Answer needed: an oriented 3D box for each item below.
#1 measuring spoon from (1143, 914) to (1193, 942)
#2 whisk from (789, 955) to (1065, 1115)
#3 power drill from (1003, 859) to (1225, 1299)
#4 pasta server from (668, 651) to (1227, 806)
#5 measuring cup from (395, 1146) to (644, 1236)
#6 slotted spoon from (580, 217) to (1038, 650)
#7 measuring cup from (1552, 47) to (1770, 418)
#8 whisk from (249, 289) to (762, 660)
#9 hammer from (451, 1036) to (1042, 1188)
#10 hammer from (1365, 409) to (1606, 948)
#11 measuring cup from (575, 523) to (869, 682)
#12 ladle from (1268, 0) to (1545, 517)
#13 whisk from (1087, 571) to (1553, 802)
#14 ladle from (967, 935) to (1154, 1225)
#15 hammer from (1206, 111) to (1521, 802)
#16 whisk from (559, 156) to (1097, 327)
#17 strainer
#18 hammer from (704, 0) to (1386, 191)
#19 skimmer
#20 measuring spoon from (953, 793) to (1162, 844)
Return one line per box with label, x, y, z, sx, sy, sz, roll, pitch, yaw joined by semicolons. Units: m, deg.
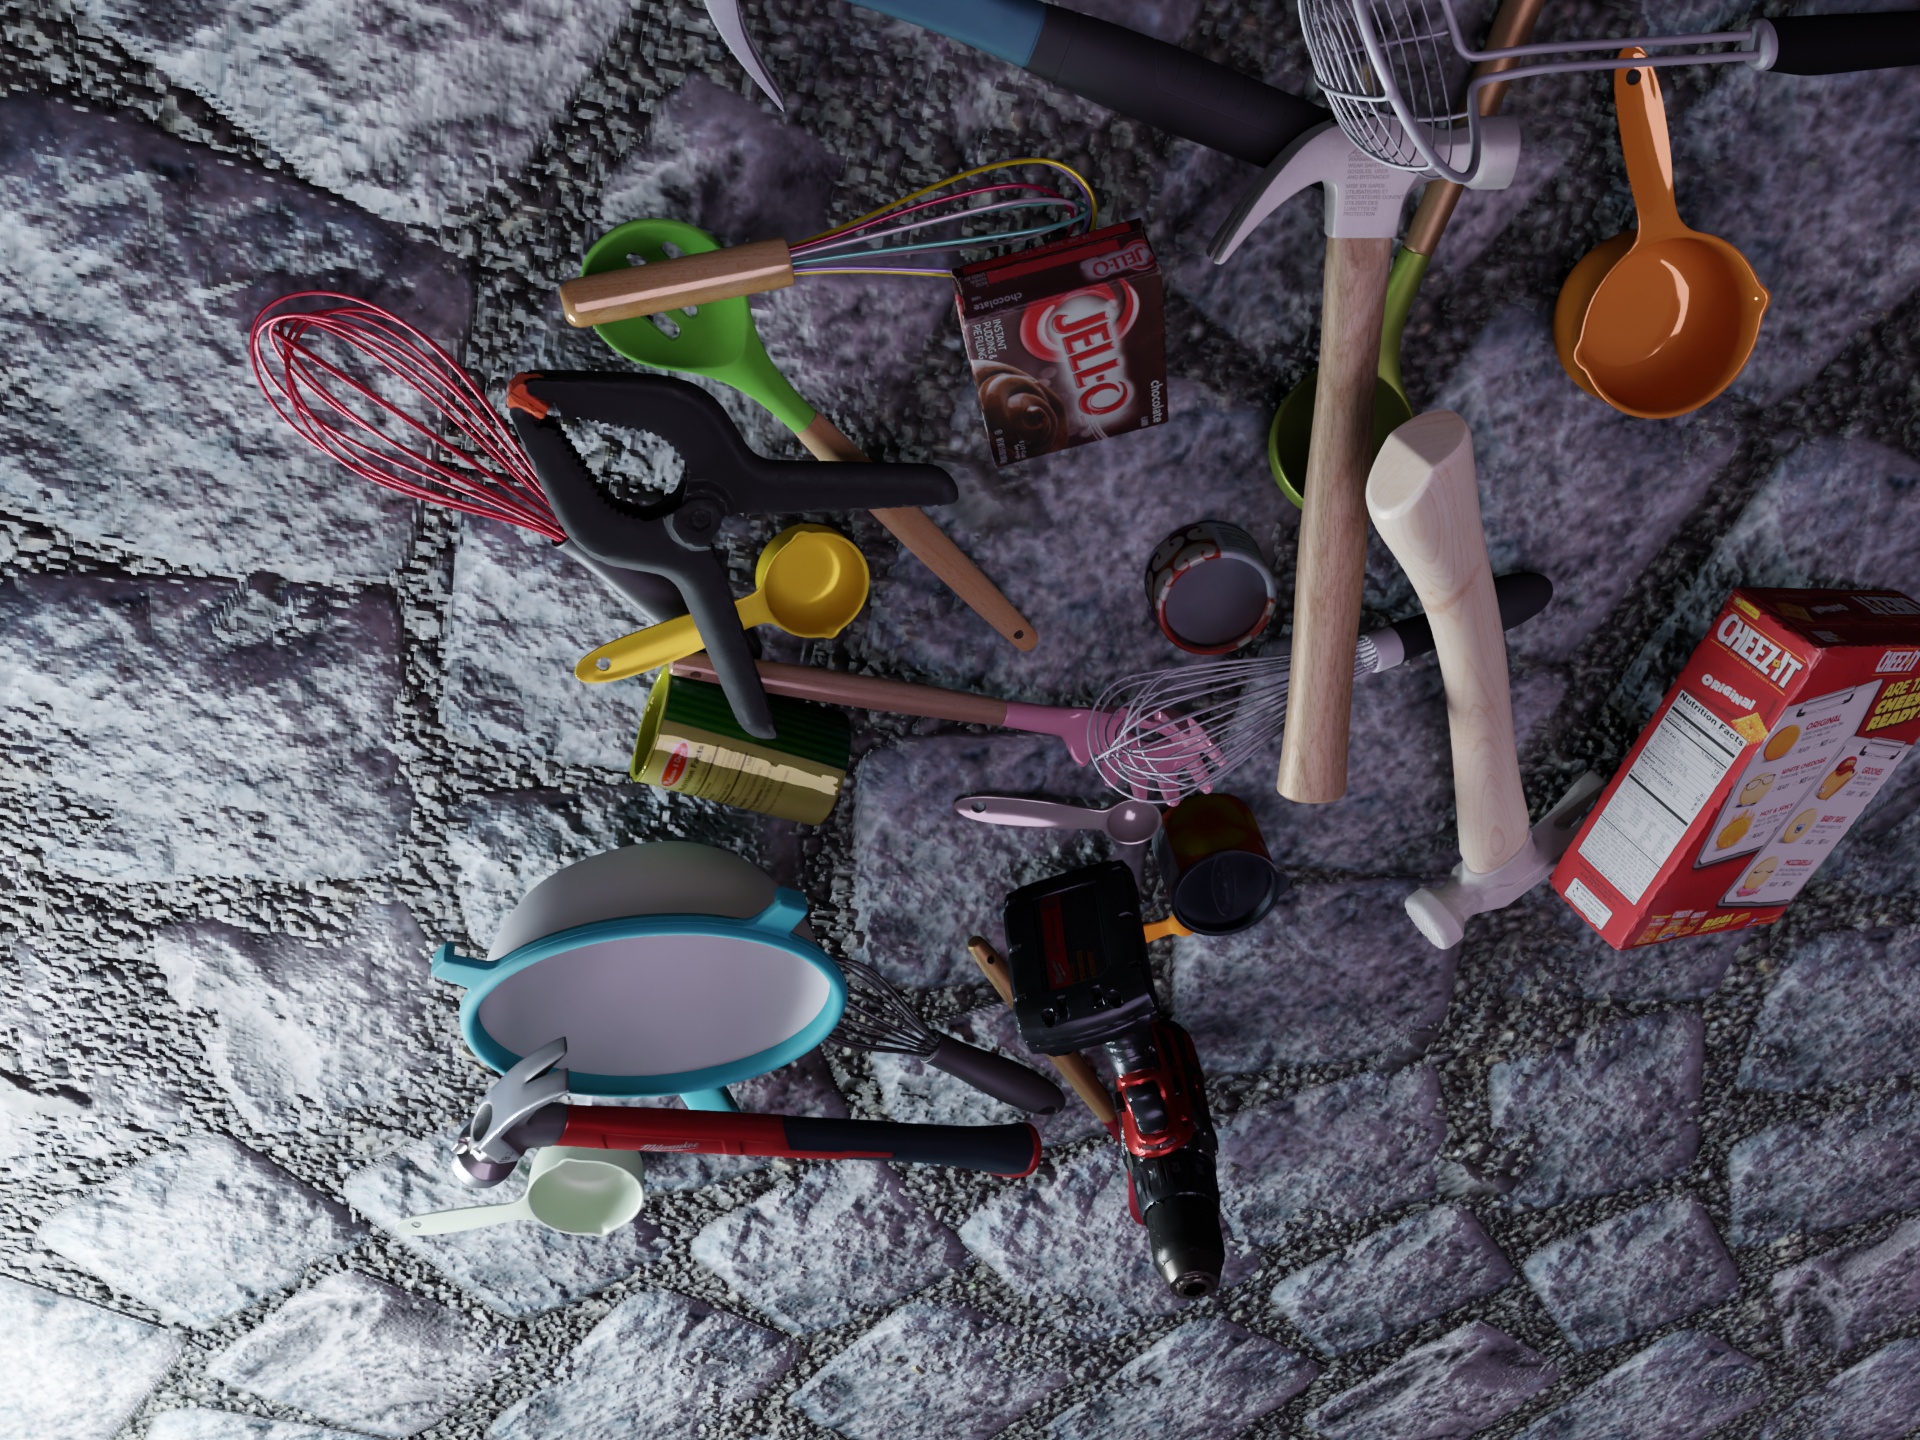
measuring spoon;0.097;0.146;1.015;0.117;0.011;0.021;-19;125;5
whisk;-0.017;0.208;1.026;0.238;0.055;0.055;32;115;-31
power drill;0.104;0.217;0.953;0.080;0.188;0.226;-18;128;11
pasta server;-0.001;-0.003;0.866;0.316;0.040;0.060;9;135;-20
measuring cup;-0.293;0.313;1.064;0.167;0.038;0.083;-10;126;2
slotted spoon;-0.061;-0.130;0.790;0.070;0.031;0.313;-40;123;14
measuring cup;0.323;-0.233;0.761;0.095;0.052;0.173;-17;111;3
whisk;-0.207;-0.104;0.771;0.073;0.073;0.295;-39;128;19
hammer;-0.101;0.252;0.985;0.386;0.038;0.143;12;140;-33
hammer;0.275;-0.016;0.822;0.146;0.038;0.410;-36;141;-3
measuring cup;-0.123;-0.056;0.811;0.156;0.029;0.062;-22;121;-10
ladle;0.226;-0.240;0.736;0.078;0.062;0.320;14;120;-8
whisk;0.198;-0.029;0.857;0.284;0.070;0.070;-21;127;-13
ladle;0.089;0.249;1.074;0.069;0.031;0.315;-45;121;-15
hammer;0.177;-0.113;0.757;0.130;0.031;0.331;-1;114;-1
whisk;-0.054;-0.205;0.709;0.245;0.051;0.047;-14;135;-9
strainer;-0.169;0.165;0.957;0.211;0.095;0.340;-10;146;-1
hammer;0.045;-0.292;0.686;0.331;0.033;0.128;14;121;-17
skimmer;0.302;-0.293;0.661;0.363;0.090;0.127;-9;84;-14
measuring spoon;0.058;0.052;0.946;0.124;0.018;0.034;5;124;-3
